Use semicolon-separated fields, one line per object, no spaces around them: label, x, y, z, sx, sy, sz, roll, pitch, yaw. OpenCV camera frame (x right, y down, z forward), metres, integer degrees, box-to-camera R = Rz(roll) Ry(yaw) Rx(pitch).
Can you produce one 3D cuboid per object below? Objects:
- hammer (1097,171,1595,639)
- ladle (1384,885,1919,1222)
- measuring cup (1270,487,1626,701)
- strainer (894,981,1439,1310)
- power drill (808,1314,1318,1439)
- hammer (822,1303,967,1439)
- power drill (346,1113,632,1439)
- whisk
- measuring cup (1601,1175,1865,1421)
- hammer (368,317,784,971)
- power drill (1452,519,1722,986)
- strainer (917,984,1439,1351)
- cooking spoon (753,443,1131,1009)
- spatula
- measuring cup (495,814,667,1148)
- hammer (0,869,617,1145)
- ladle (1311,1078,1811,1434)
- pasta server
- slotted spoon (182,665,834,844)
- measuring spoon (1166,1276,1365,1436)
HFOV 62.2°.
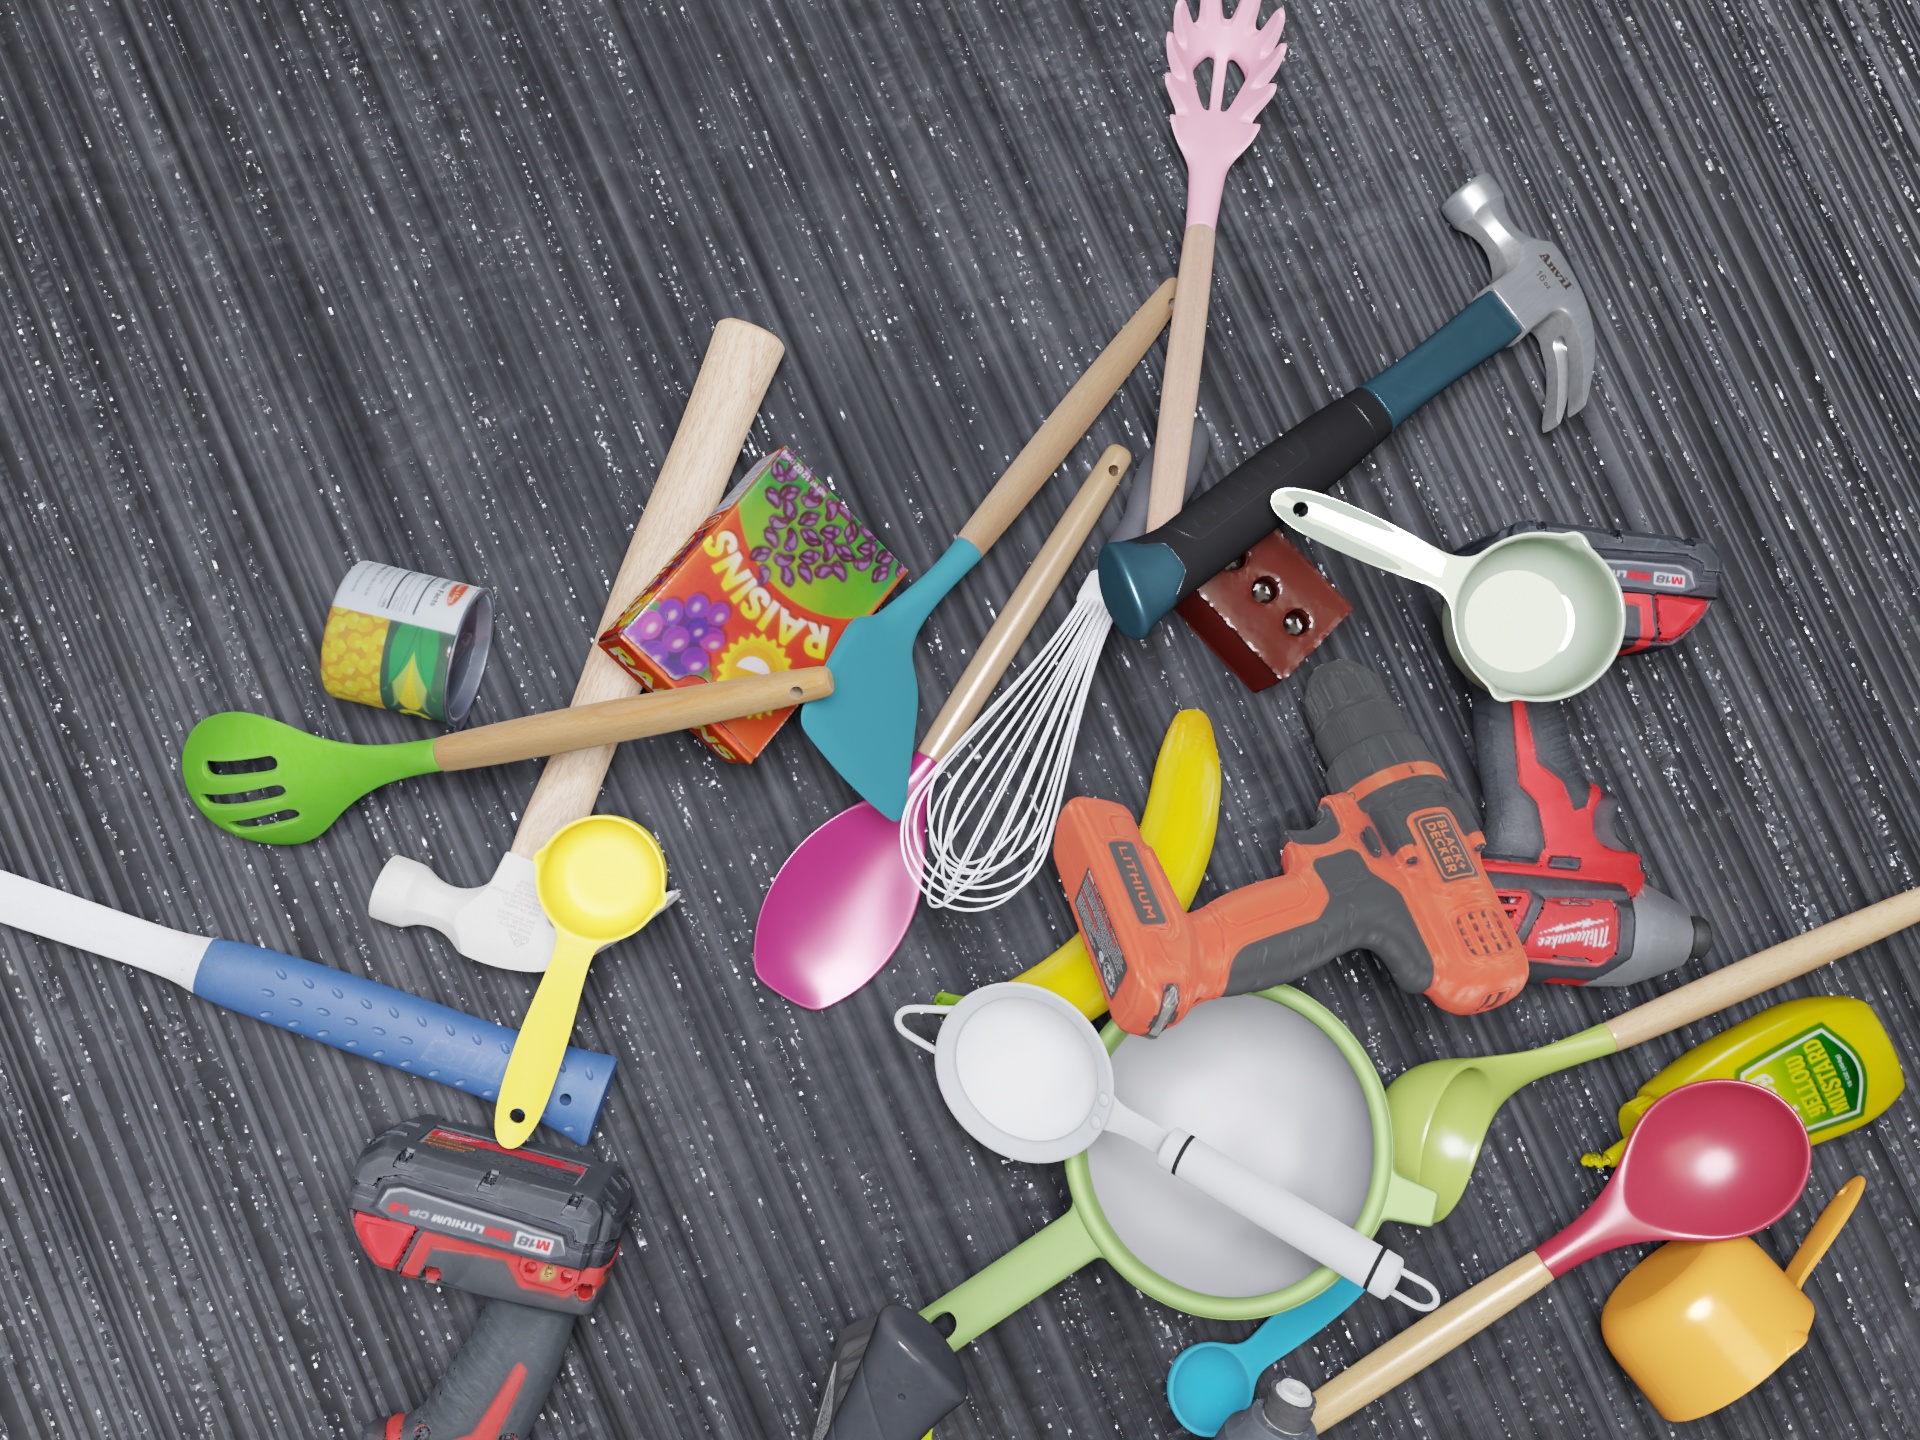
hammer;0.189;-0.144;0.769;0.331;0.033;0.128;-37;88;-23
ladle;0.342;0.150;0.762;0.320;0.062;0.078;-23;124;-2
measuring cup;0.217;-0.065;0.728;0.167;0.038;0.083;26;91;5
strainer;0.088;0.185;0.697;0.258;0.050;0.087;27;112;23
power drill;0.043;0.349;0.703;0.223;0.080;0.171;15;102;-5
hammer;-0.102;0.415;0.657;0.149;0.036;0.409;26;101;1
power drill;-0.254;0.296;0.698;0.188;0.080;0.227;15;86;-3
whisk;0.055;-0.034;0.762;0.070;0.070;0.285;30;72;-2
measuring cup;0.377;0.258;0.767;0.173;0.095;0.052;-34;75;-28
hammer;-0.157;-0.038;0.764;0.130;0.031;0.331;21;82;-2
power drill;0.303;0.021;0.780;0.143;0.078;0.220;6;86;-4
strainer;0.087;0.227;0.745;0.256;0.069;0.152;-37;62;10
cooking spoon;-0.001;-0.002;0.781;0.068;0.017;0.319;33;82;-10
spatula;0.027;-0.100;0.769;0.317;0.044;0.082;-53;130;-16
measuring cup;-0.177;0.117;0.719;0.062;0.029;0.156;20;92;-4
hammer;-0.354;0.103;0.728;0.405;0.035;0.144;20;83;-3
ladle;0.252;0.270;0.744;0.315;0.031;0.069;-35;66;5
pasta server;0.116;-0.222;0.787;0.060;0.040;0.316;8;74;4
slotted spoon;-0.208;0.009;0.708;0.314;0.031;0.070;-10;115;9
measuring spoon;0.151;0.294;0.768;0.128;0.021;0.042;-31;88;-17
